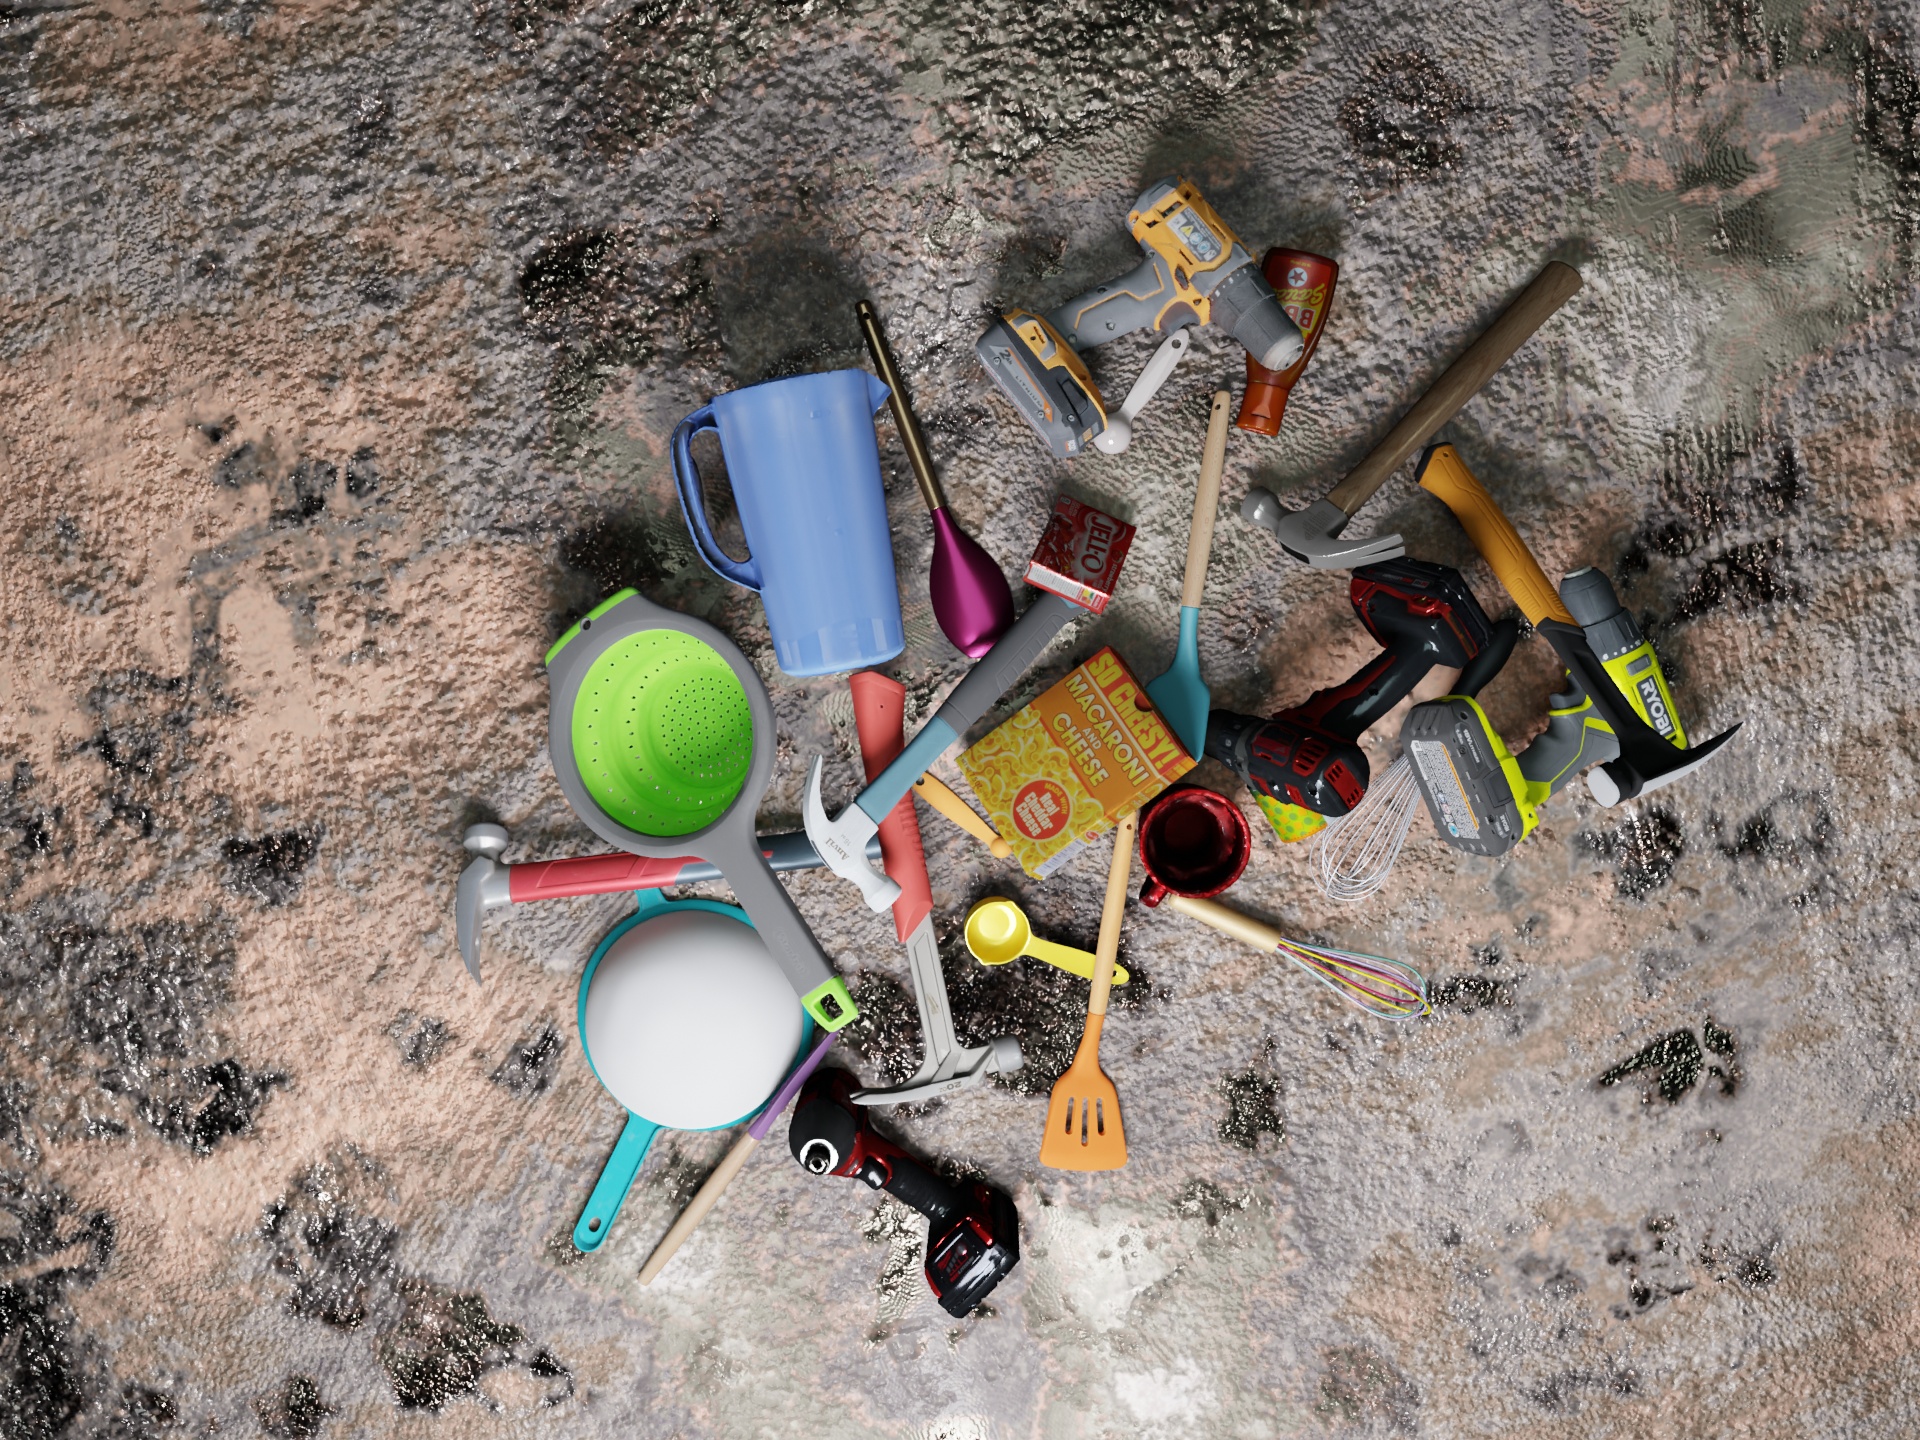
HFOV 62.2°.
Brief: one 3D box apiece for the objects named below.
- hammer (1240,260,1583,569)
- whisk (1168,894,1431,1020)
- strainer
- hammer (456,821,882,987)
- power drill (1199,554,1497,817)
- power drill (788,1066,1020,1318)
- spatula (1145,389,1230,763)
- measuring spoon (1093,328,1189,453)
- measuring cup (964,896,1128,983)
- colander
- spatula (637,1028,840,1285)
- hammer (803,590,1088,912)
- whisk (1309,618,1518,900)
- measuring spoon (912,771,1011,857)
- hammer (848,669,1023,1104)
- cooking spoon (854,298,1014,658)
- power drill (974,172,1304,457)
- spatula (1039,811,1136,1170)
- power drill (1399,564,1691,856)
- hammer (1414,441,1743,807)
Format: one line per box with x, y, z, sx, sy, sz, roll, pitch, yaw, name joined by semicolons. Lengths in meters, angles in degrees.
0.392;-0.254;1.320;0.331;0.031;0.130;-45;57;-1;hammer
0.296;0.200;1.382;0.245;0.047;0.051;24;97;2;whisk
-0.264;0.323;1.378;0.211;0.095;0.340;26;94;-2;strainer
-0.234;0.136;1.361;0.386;0.038;0.143;-6;58;-2;hammer
0.306;-0.031;1.311;0.227;0.188;0.080;-48;120;-9;power drill
-0.055;0.398;1.359;0.219;0.143;0.078;41;97;-5;power drill
0.196;-0.123;1.349;0.082;0.044;0.317;10;94;33;spatula
0.155;-0.281;1.348;0.034;0.018;0.124;35;95;-2;measuring spoon
0.075;0.199;1.399;0.156;0.029;0.062;21;99;-13;measuring cup
-0.190;0.076;1.324;0.204;0.094;0.397;-36;82;17;colander
-0.196;0.384;1.401;0.018;0.060;0.316;39;104;8;spatula
-0.002;-0.004;1.322;0.128;0.033;0.331;45;76;-9;hammer
0.392;0.033;1.358;0.070;0.070;0.284;33;91;-2;whisk
-0.002;0.081;1.390;0.117;0.011;0.021;40;95;-3;measuring spoon
-0.053;0.137;1.338;0.149;0.037;0.359;-12;90;-9;hammer
-0.029;-0.205;1.359;0.069;0.017;0.319;-20;95;2;cooking spoon
0.150;-0.312;1.300;0.226;0.084;0.185;-38;78;2;power drill
0.125;0.234;1.380;0.081;0.041;0.322;5;102;-11;spatula
0.485;-0.006;1.318;0.228;0.080;0.190;-26;96;-16;power drill
0.476;-0.094;1.279;0.127;0.034;0.337;-22;66;-14;hammer
